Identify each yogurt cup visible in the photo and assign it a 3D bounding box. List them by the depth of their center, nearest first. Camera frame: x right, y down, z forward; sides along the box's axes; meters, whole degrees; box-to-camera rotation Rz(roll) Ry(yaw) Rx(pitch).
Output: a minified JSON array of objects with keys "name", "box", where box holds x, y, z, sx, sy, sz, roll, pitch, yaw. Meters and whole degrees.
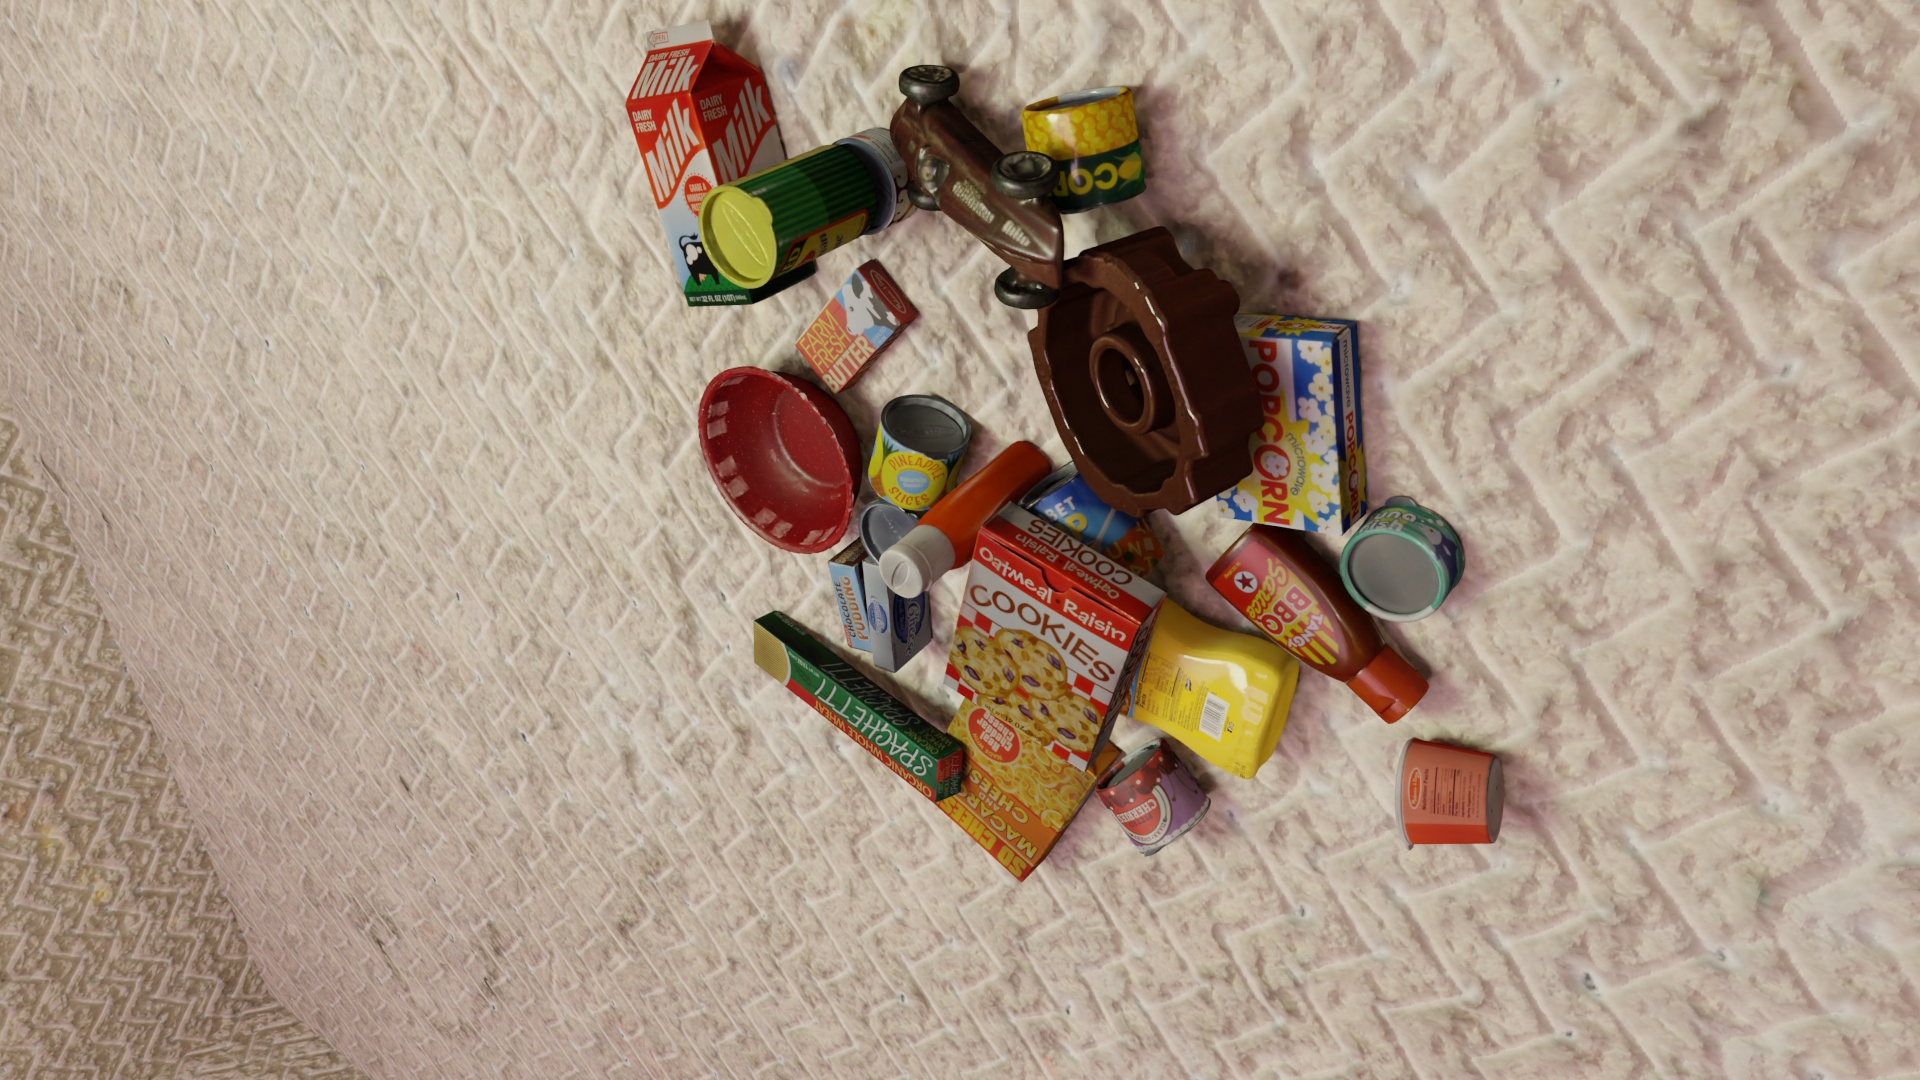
[{"name":"yogurt cup","box":[0.307,0.159,0.870,0.054,0.073,0.072,0,117,32]}]

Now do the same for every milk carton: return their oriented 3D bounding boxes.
[{"name":"milk carton","box":[-0.175,-0.269,0.992,0.072,0.074,0.189,6,121,38]}]

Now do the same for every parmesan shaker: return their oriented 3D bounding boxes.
[{"name":"parmesan shaker","box":[-0.108,-0.212,0.899,0.071,0.103,0.071,22,129,29]}]

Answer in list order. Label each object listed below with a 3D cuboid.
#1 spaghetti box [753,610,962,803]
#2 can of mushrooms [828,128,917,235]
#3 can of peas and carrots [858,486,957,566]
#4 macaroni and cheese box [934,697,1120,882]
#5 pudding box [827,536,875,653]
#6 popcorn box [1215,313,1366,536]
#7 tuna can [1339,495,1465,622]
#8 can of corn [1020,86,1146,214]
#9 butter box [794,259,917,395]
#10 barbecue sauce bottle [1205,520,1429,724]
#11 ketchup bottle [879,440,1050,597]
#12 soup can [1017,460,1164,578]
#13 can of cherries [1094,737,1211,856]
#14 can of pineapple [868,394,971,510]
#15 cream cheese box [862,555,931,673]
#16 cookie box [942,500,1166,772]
[{"name":"spaghetti box","box":[-0.093,0.139,1.192,0.250,0.029,0.050,31,131,36]},{"name":"can of mushrooms","box":[-0.061,-0.242,0.942,0.071,0.034,0.070,21,129,29]},{"name":"can of peas and carrots","box":[-0.033,-0.014,1.050,0.071,0.059,0.070,21,129,29]},{"name":"macaroni and cheese box","box":[0.044,0.188,1.132,0.124,0.040,0.165,40,136,15]},{"name":"pudding box","box":[-0.076,0.043,1.132,0.030,0.050,0.083,10,123,35]},{"name":"popcorn box","box":[0.194,-0.070,0.832,0.085,0.038,0.126,10,123,36]},{"name":"tuna can","box":[0.263,0.012,0.831,0.071,0.033,0.070,22,130,29]},{"name":"can of corn","box":[0.071,-0.228,0.810,0.071,0.071,0.058,8,121,37]},{"name":"butter box","box":[-0.078,-0.155,1.021,0.053,0.024,0.103,52,137,2]},{"name":"barbecue sauce bottle","box":[0.228,0.052,0.880,0.148,0.044,0.064,44,135,9]},{"name":"ketchup bottle","box":[0.003,-0.012,0.953,0.043,0.149,0.064,39,136,12]},{"name":"soup can","box":[0.087,-0.008,0.939,0.071,0.072,0.083,-26,102,47]},{"name":"can of cherries","box":[0.141,0.189,1.026,0.058,0.072,0.071,54,137,-1]},{"name":"can of pineapple","box":[-0.031,-0.063,1.008,0.071,0.071,0.057,35,135,18]},{"name":"cream cheese box","box":[-0.050,0.049,1.110,0.024,0.053,0.103,17,127,30]},{"name":"cookie box","box":[0.059,0.068,0.942,0.123,0.040,0.166,31,139,17]}]
